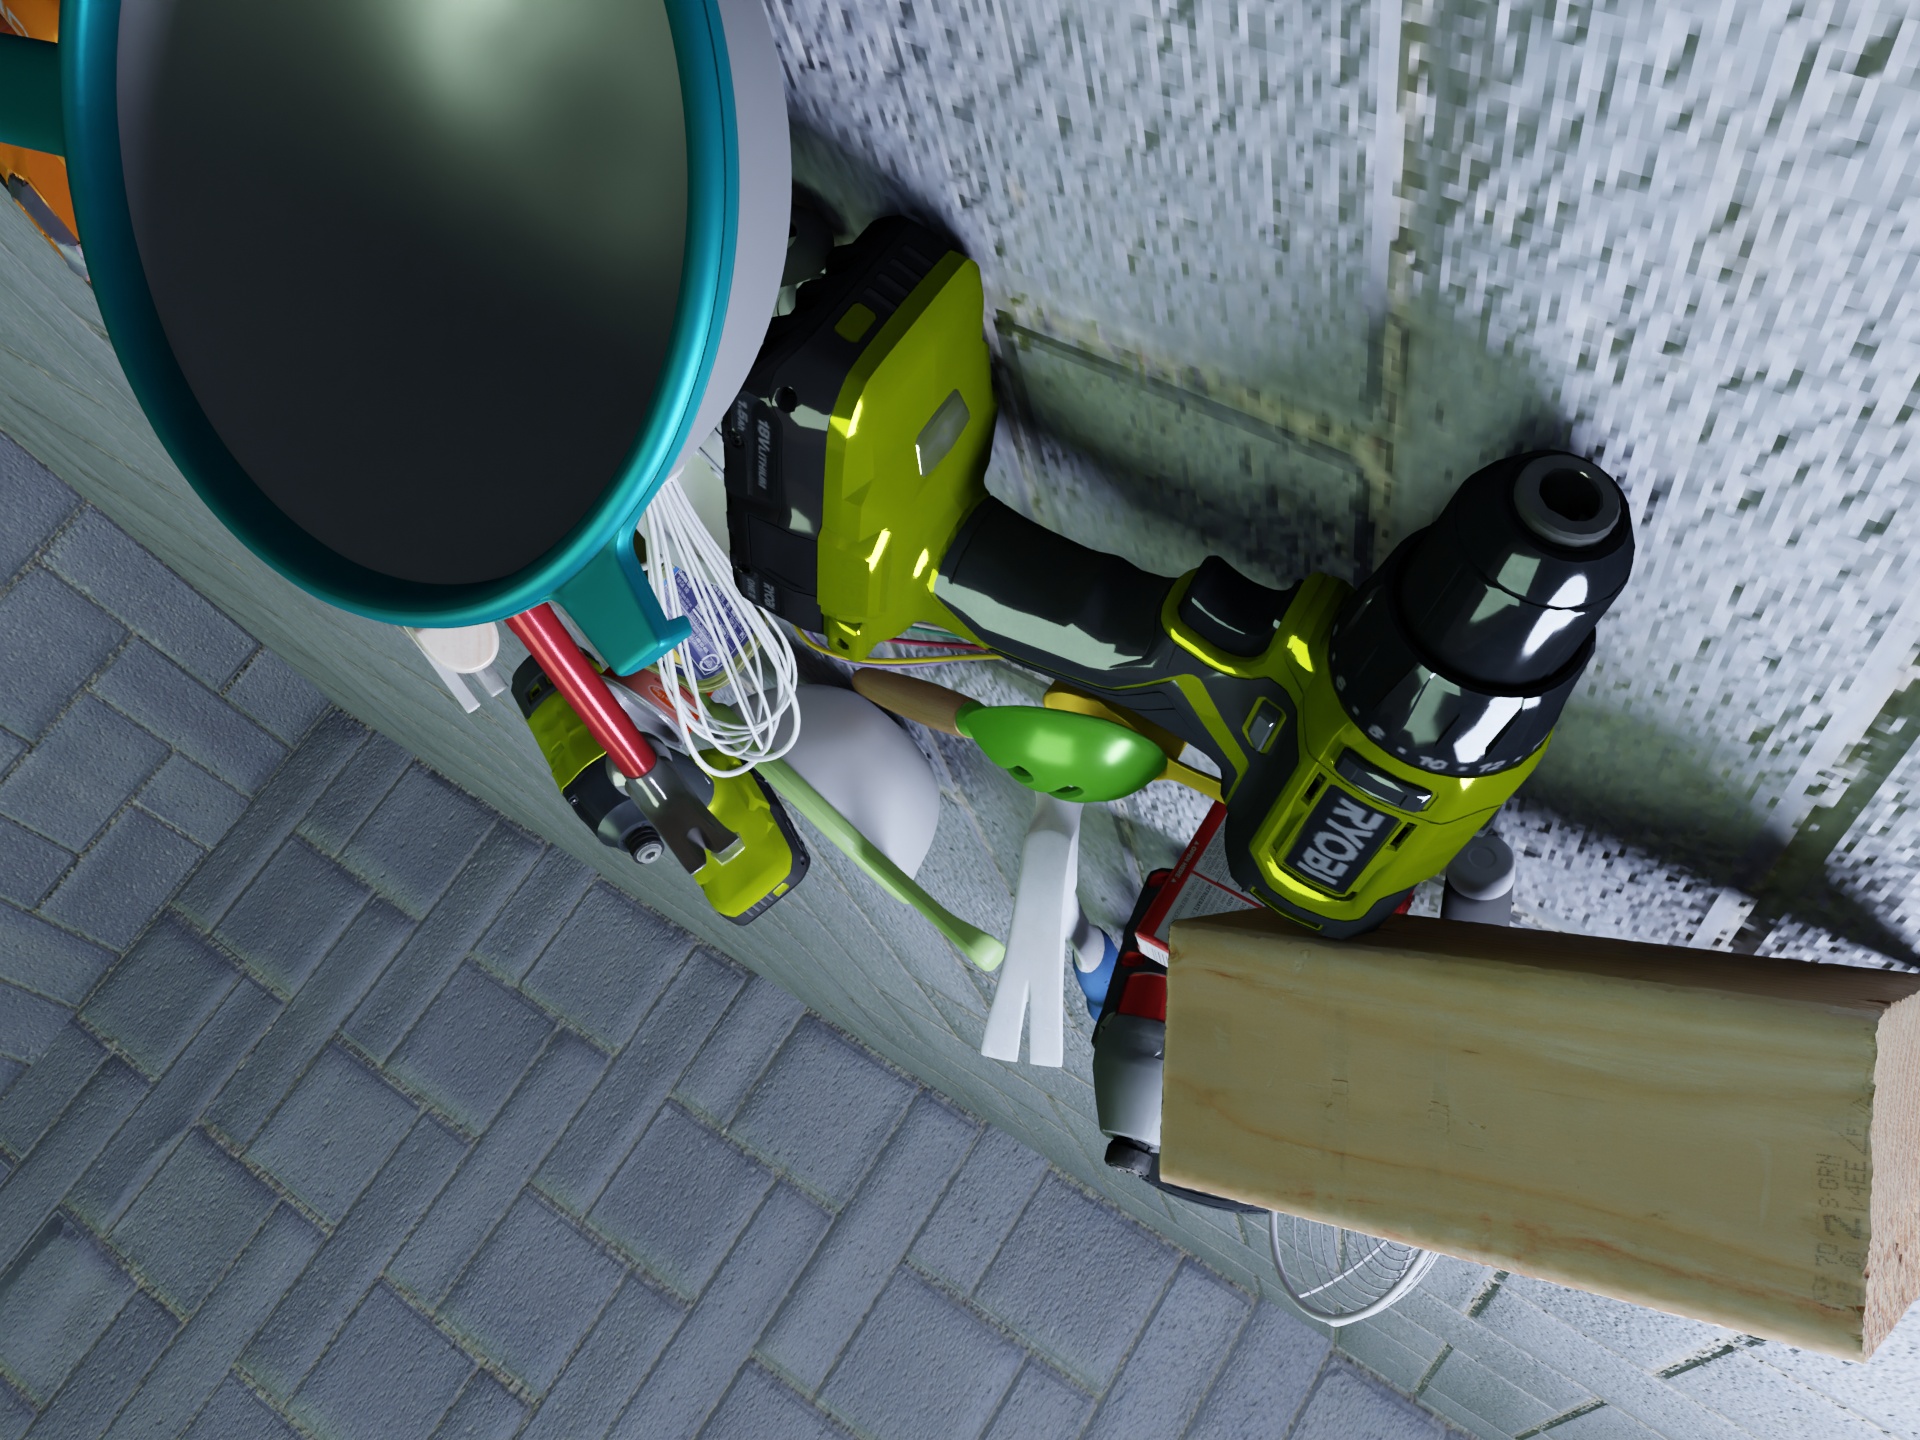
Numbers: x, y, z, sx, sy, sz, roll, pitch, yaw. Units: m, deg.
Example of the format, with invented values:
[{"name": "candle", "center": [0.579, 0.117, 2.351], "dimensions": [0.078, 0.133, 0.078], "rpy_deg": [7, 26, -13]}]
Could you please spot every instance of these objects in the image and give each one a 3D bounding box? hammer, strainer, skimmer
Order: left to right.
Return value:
[{"name": "strainer", "center": [-0.168, -0.153, 0.418], "dimensions": [0.340, 0.211, 0.095], "rpy_deg": [20, -156, 27]}, {"name": "hammer", "center": [-0.280, -0.050, 0.859], "dimensions": [0.146, 0.038, 0.411], "rpy_deg": [57, 166, -18]}, {"name": "hammer", "center": [-0.238, -0.081, 0.800], "dimensions": [0.143, 0.038, 0.385], "rpy_deg": [36, 160, 56]}, {"name": "strainer", "center": [-0.083, -0.107, 0.584], "dimensions": [0.087, 0.050, 0.258], "rpy_deg": [47, 157, -7]}, {"name": "strainer", "center": [-0.034, 0.043, 0.809], "dimensions": [0.151, 0.069, 0.257], "rpy_deg": [47, 173, -37]}, {"name": "hammer", "center": [0.065, 0.125, 0.842], "dimensions": [0.035, 0.144, 0.405], "rpy_deg": [7, 164, 12]}, {"name": "skimmer", "center": [0.177, 0.155, 0.686], "dimensions": [0.090, 0.127, 0.362], "rpy_deg": [2, 143, 13]}]

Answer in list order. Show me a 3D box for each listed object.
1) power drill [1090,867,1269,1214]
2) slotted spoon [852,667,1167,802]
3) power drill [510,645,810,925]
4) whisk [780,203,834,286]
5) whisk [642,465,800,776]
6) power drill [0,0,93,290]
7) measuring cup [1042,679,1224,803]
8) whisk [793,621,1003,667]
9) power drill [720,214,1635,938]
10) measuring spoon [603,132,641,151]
[{"name": "power drill", "center": [0.120, 0.178, 0.812], "dimensions": [0.078, 0.143, 0.219], "rpy_deg": [9, 156, 23]}, {"name": "slotted spoon", "center": [-0.001, -0.002, 0.665], "dimensions": [0.070, 0.031, 0.314], "rpy_deg": [20, 180, -19]}, {"name": "power drill", "center": [-0.200, 0.055, 1.087], "dimensions": [0.171, 0.080, 0.223], "rpy_deg": [54, -174, 32]}, {"name": "whisk", "center": [-0.151, -0.147, 0.484], "dimensions": [0.239, 0.055, 0.055], "rpy_deg": [5, 155, 14]}, {"name": "whisk", "center": [-0.108, -0.081, 0.565], "dimensions": [0.058, 0.059, 0.246], "rpy_deg": [10, 132, 33]}, {"name": "power drill", "center": [-0.313, -0.247, 0.549], "dimensions": [0.164, 0.084, 0.226], "rpy_deg": [53, 158, -12]}, {"name": "measuring cup", "center": [0.104, 0.015, 0.591], "dimensions": [0.157, 0.029, 0.062], "rpy_deg": [25, 162, 22]}, {"name": "whisk", "center": [0.018, -0.036, 0.593], "dimensions": [0.245, 0.047, 0.051], "rpy_deg": [15, 154, 39]}, {"name": "power drill", "center": [0.052, -0.042, 0.433], "dimensions": [0.228, 0.080, 0.190], "rpy_deg": [29, 153, 10]}, {"name": "measuring spoon", "center": [-0.115, -0.182, 0.480], "dimensions": [0.124, 0.018, 0.034], "rpy_deg": [29, -167, 40]}]
